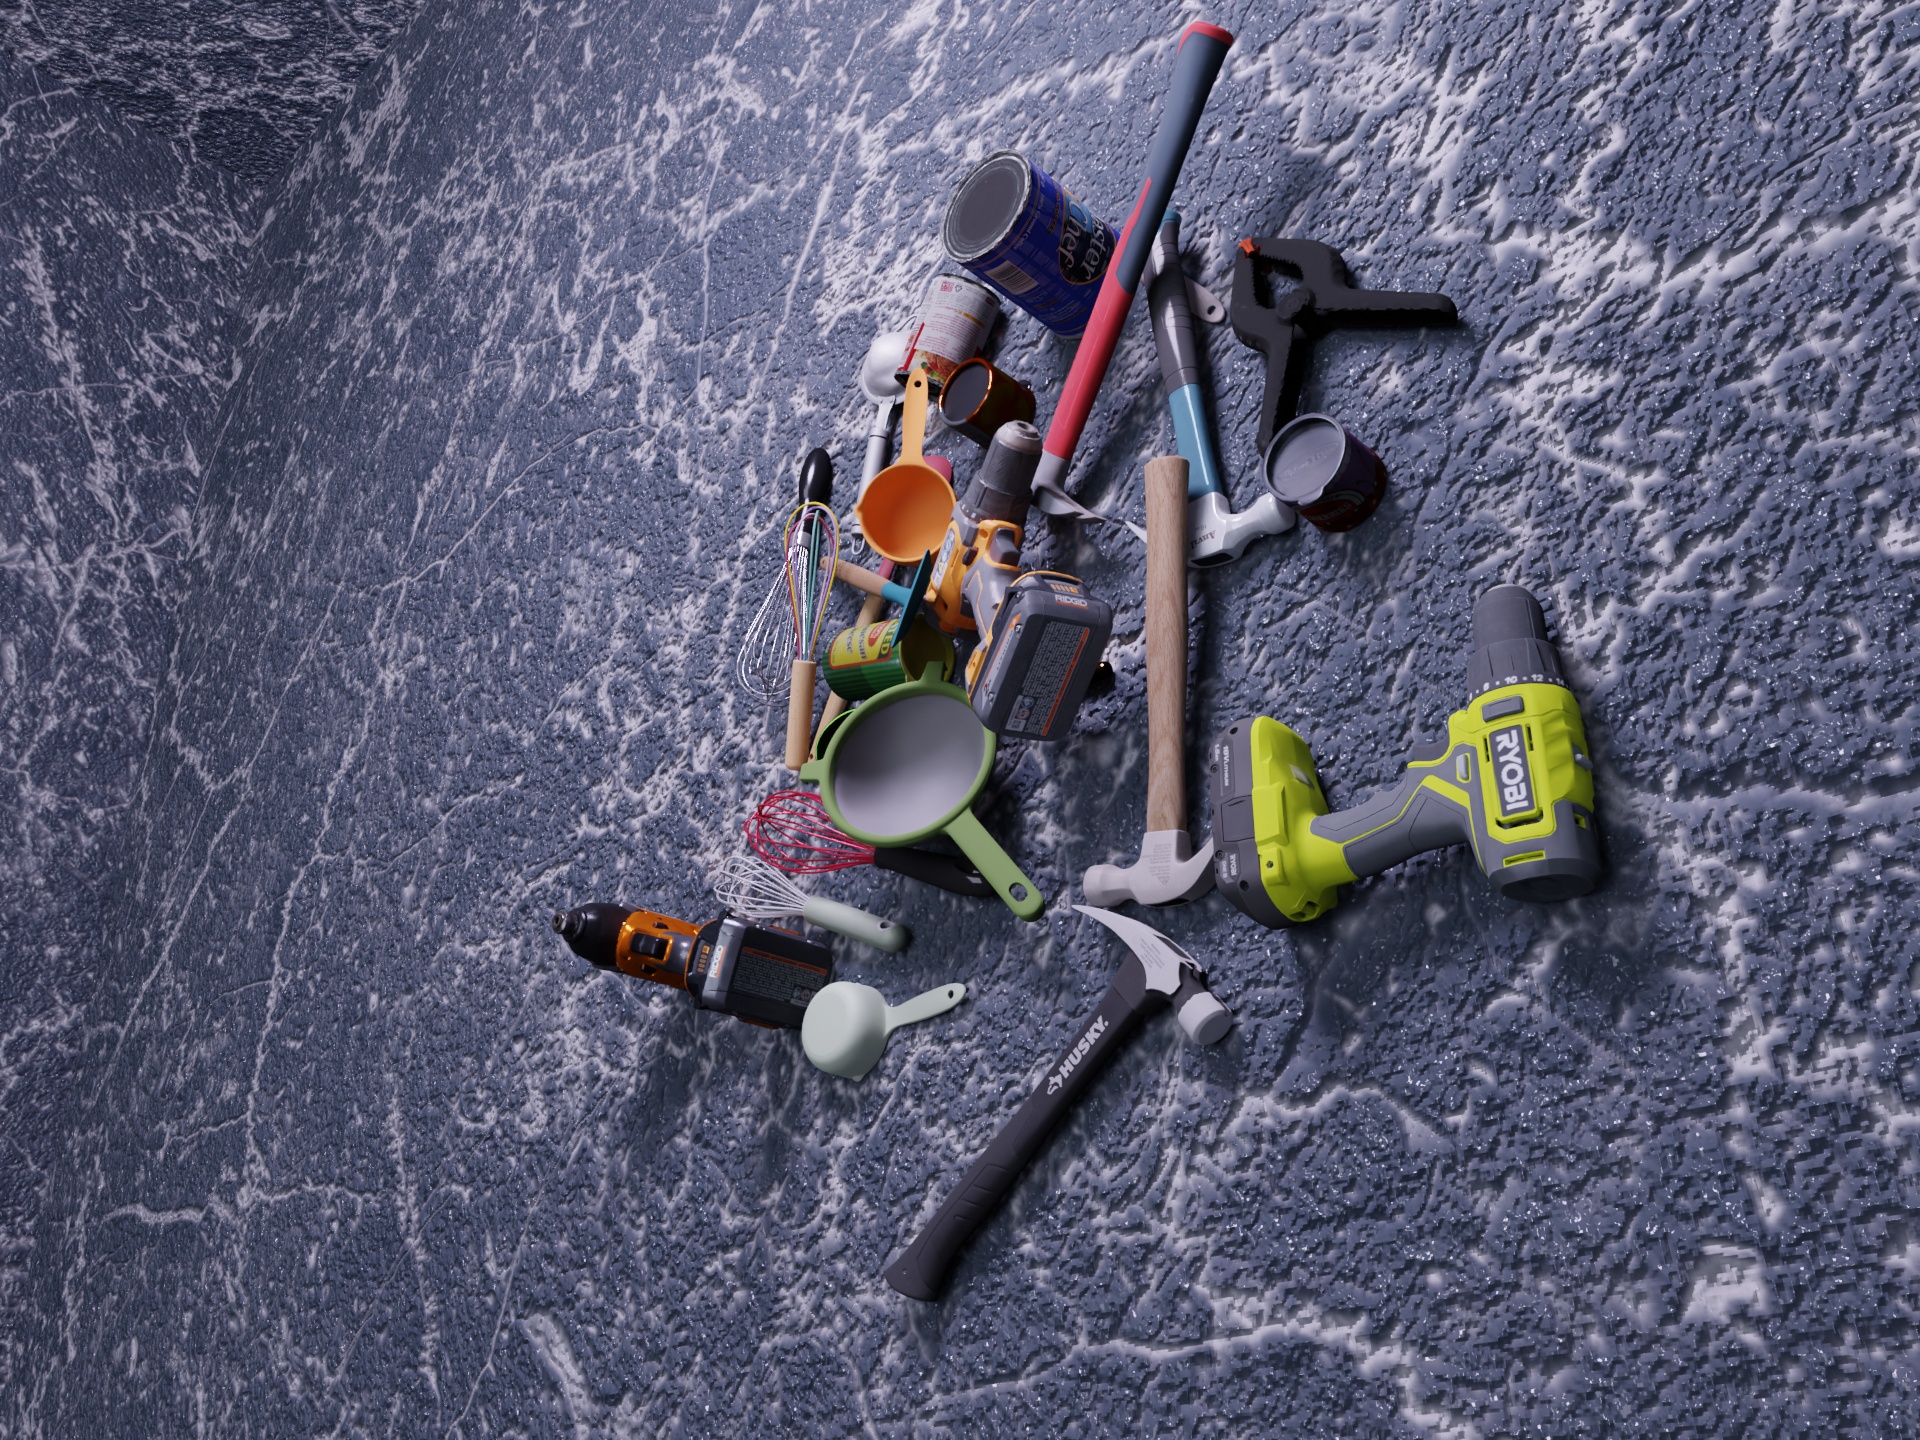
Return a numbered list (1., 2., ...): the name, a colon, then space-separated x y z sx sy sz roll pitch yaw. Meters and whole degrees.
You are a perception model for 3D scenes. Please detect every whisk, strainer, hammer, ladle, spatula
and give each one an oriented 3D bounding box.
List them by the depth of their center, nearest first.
1. hammer: 0.049 0.282 1.129 0.334 0.035 0.146 -54 43 13
2. hammer: 0.151 -0.032 1.145 0.130 0.031 0.331 -9 73 41
3. hammer: 0.175 -0.267 1.242 0.128 0.033 0.331 -26 58 37
4. strainer: -0.004 0.077 1.247 0.151 0.069 0.257 -40 53 -4
5. hammer: 0.135 -0.347 1.249 0.143 0.038 0.386 47 121 58
6. whisk: -0.078 0.109 1.326 0.296 0.073 0.073 10 80 43
7. whisk: -0.131 0.162 1.371 0.246 0.058 0.059 11 115 45
8. spatula: -0.079 -0.121 1.381 0.318 0.044 0.082 30 101 65
9. whisk: -0.143 -0.076 1.450 0.051 0.047 0.245 -150 64 -76
10. ladle: -0.082 -0.099 1.451 0.069 0.031 0.315 18 87 48
11. strainer: -0.076 -0.281 1.521 0.087 0.050 0.258 3 77 32
12. whisk: -0.158 -0.142 1.533 0.070 0.070 0.285 -14 57 42

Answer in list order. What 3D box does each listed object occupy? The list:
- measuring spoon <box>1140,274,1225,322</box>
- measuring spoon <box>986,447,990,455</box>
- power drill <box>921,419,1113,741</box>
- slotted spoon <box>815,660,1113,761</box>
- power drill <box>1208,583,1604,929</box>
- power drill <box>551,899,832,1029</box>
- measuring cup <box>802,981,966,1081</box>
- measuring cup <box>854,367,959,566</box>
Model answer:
1. measuring spoon: 0.179 -0.357 1.303 0.034 0.018 0.124 -51 44 16
2. measuring spoon: 0.034 -0.182 1.379 0.042 0.021 0.128 6 86 55
3. power drill: 0.043 -0.113 1.234 0.226 0.084 0.185 -115 40 -53
4. slotted spoon: -0.002 -0.004 1.322 0.314 0.031 0.070 -17 62 39
5. power drill: 0.272 0.029 0.984 0.228 0.080 0.191 -19 59 37
6. power drill: -0.238 0.202 1.371 0.226 0.164 0.084 3 74 45
7. measuring cup: -0.065 0.234 1.266 0.167 0.038 0.083 -28 54 38
8. measuring cup: -0.039 -0.221 1.408 0.095 0.052 0.174 3 84 11
